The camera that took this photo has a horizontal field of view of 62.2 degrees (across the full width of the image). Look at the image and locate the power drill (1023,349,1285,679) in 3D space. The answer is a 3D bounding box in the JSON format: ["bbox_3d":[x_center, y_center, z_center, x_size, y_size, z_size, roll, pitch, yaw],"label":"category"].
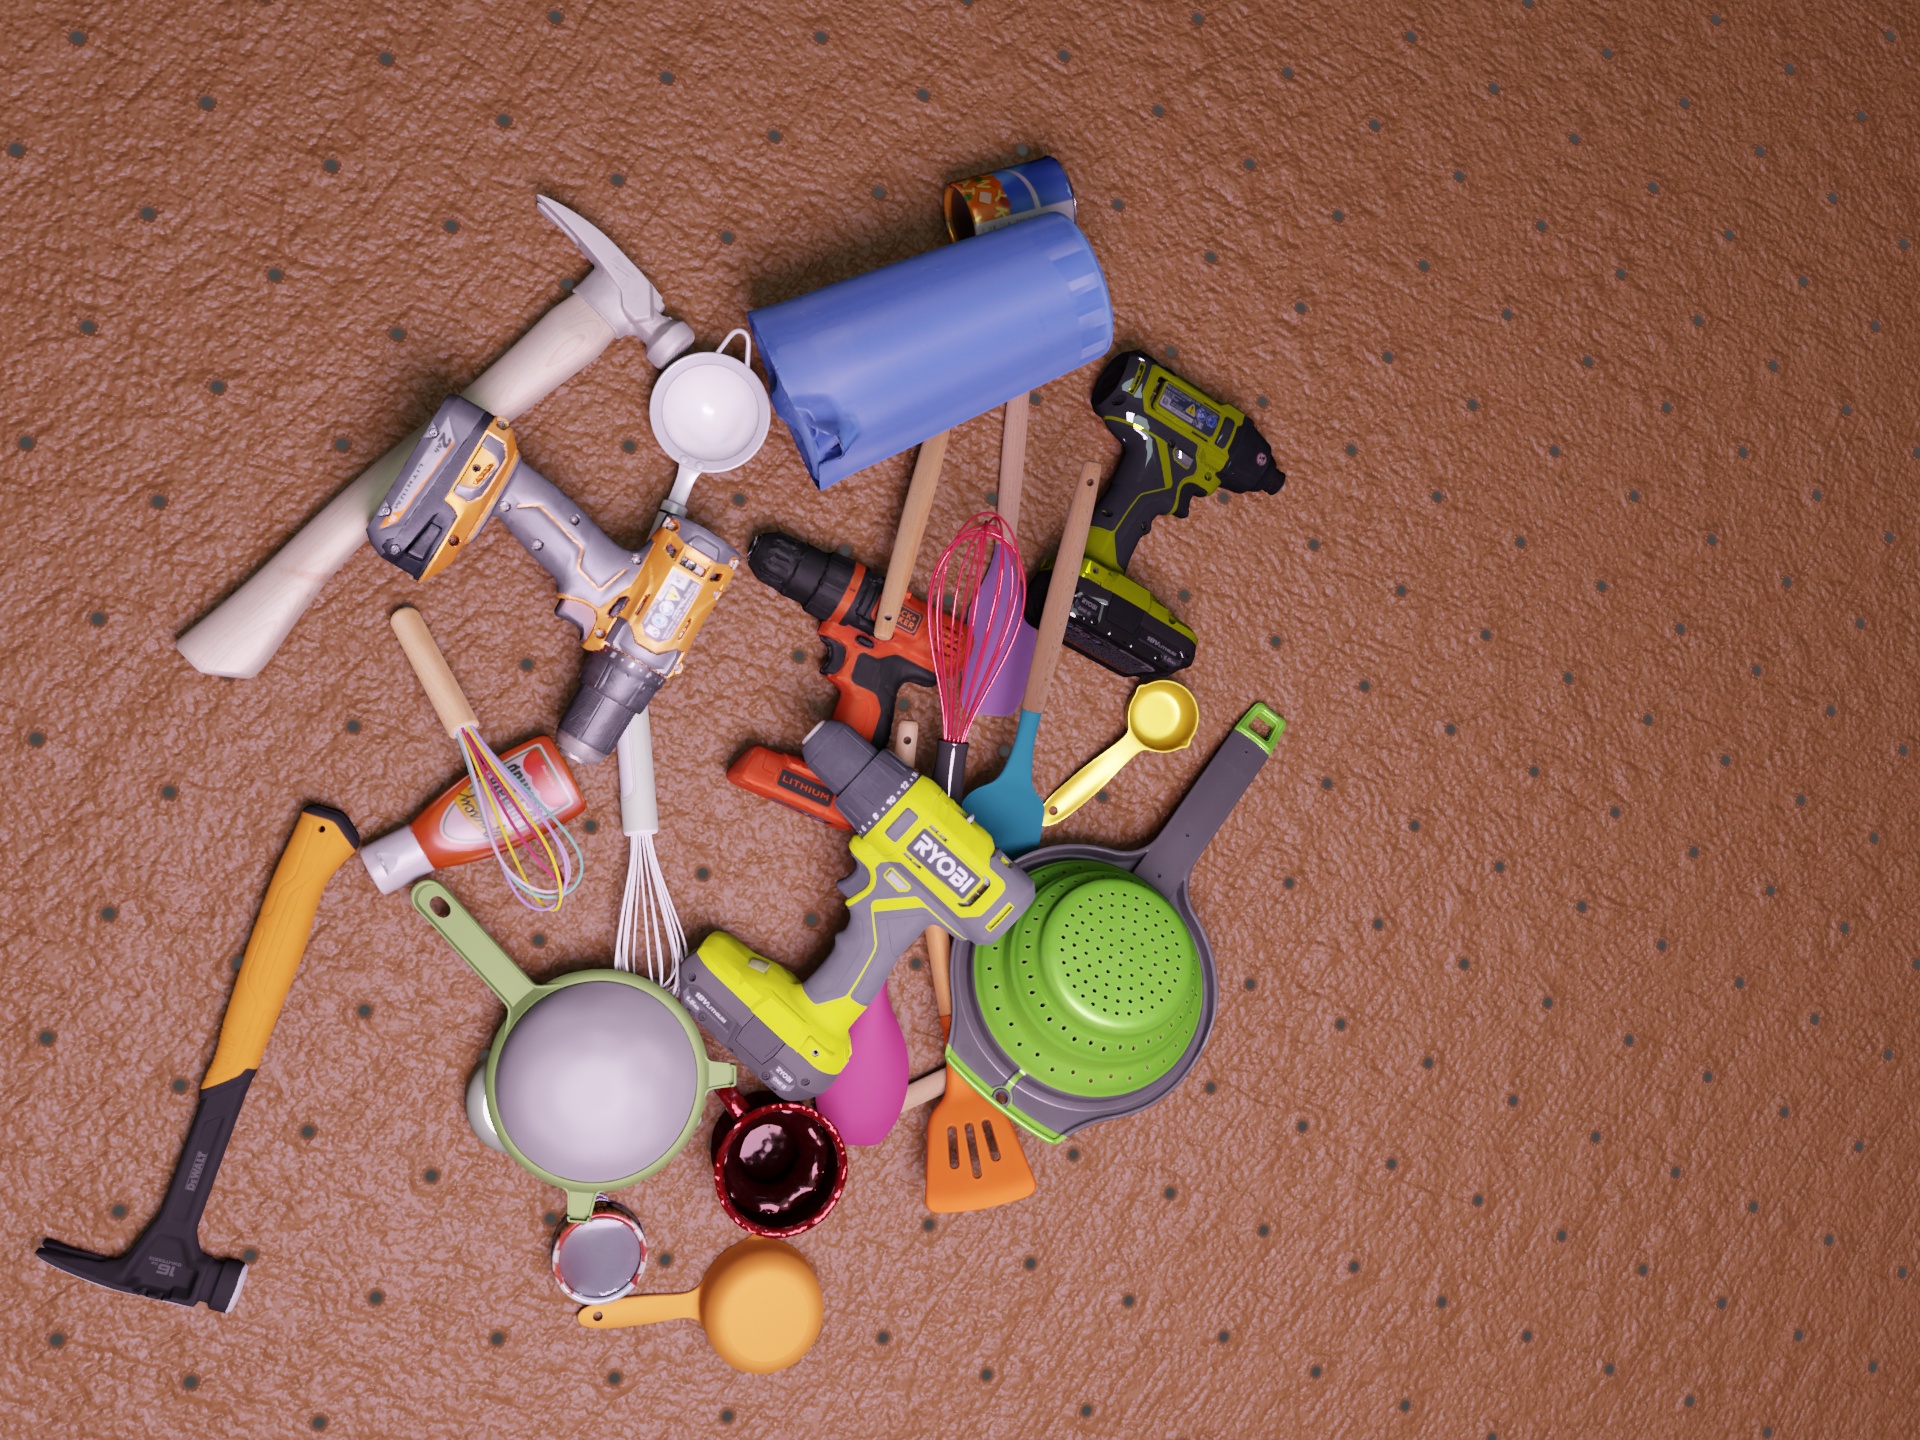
[{"bbox_3d":[0.155,-0.152,1.238,0.171,0.080,0.223,28,78,-20],"label":"power drill"}]

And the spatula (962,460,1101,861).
[{"bbox_3d":[0.055,-0.036,1.167,0.082,0.044,0.317,12,104,-10],"label":"spatula"}]

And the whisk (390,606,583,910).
[{"bbox_3d":[-0.324,0.022,1.077,0.051,0.047,0.245,-29,74,-13],"label":"whisk"}]

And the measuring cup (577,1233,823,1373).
[{"bbox_3d":[-0.182,0.422,1.131,0.173,0.052,0.095,0,88,-18],"label":"measuring cup"}]

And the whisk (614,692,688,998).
[{"bbox_3d":[-0.229,0.088,1.137,0.059,0.058,0.246,0,82,-46],"label":"whisk"}]

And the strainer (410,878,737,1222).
[{"bbox_3d":[-0.280,0.205,1.061,0.151,0.069,0.256,-42,92,-8],"label":"strainer"}]

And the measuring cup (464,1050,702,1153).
[{"bbox_3d":[-0.264,0.273,1.121,0.167,0.038,0.083,11,85,-13],"label":"measuring cup"}]

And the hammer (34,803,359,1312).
[{"bbox_3d":[-0.490,0.216,1.064,0.127,0.034,0.337,20,82,-15],"label":"hammer"}]

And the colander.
[{"bbox_3d":[0.147,0.120,1.174,0.204,0.094,0.397,38,65,3],"label":"colander"}]

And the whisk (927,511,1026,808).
[{"bbox_3d":[-0.002,-0.004,1.150,0.073,0.073,0.296,7,97,-15],"label":"whisk"}]

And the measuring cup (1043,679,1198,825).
[{"bbox_3d":[0.119,0.028,1.252,0.156,0.029,0.062,-40,96,-2],"label":"measuring cup"}]

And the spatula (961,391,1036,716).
[{"bbox_3d":[0.039,-0.161,1.235,0.059,0.018,0.316,5,88,-18],"label":"spatula"}]

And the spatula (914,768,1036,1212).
[{"bbox_3d":[-0.011,0.193,1.174,0.081,0.041,0.323,-9,81,-3],"label":"spatula"}]

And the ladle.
[{"bbox_3d":[0.050,0.243,1.217,0.320,0.062,0.078,-23,94,-9],"label":"ladle"}]

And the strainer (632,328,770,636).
[{"bbox_3d":[-0.207,-0.161,1.156,0.087,0.050,0.258,22,88,-8],"label":"strainer"}]

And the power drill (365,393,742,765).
[{"bbox_3d":[-0.287,-0.092,1.082,0.226,0.084,0.185,31,85,-21],"label":"power drill"}]

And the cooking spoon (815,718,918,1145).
[{"bbox_3d":[-0.058,0.157,1.158,0.068,0.017,0.319,7,95,-7],"label":"cooking spoon"}]

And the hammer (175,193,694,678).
[{"bbox_3d":[-0.382,-0.189,1.110,0.410,0.038,0.146,-45,98,-12],"label":"hammer"}]

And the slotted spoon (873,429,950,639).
[{"bbox_3d":[-0.018,-0.205,1.186,0.070,0.031,0.314,17,74,-6],"label":"slotted spoon"}]

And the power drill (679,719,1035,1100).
[{"bbox_3d":[-0.088,0.131,1.111,0.190,0.080,0.228,43,96,-1],"label":"power drill"}]
